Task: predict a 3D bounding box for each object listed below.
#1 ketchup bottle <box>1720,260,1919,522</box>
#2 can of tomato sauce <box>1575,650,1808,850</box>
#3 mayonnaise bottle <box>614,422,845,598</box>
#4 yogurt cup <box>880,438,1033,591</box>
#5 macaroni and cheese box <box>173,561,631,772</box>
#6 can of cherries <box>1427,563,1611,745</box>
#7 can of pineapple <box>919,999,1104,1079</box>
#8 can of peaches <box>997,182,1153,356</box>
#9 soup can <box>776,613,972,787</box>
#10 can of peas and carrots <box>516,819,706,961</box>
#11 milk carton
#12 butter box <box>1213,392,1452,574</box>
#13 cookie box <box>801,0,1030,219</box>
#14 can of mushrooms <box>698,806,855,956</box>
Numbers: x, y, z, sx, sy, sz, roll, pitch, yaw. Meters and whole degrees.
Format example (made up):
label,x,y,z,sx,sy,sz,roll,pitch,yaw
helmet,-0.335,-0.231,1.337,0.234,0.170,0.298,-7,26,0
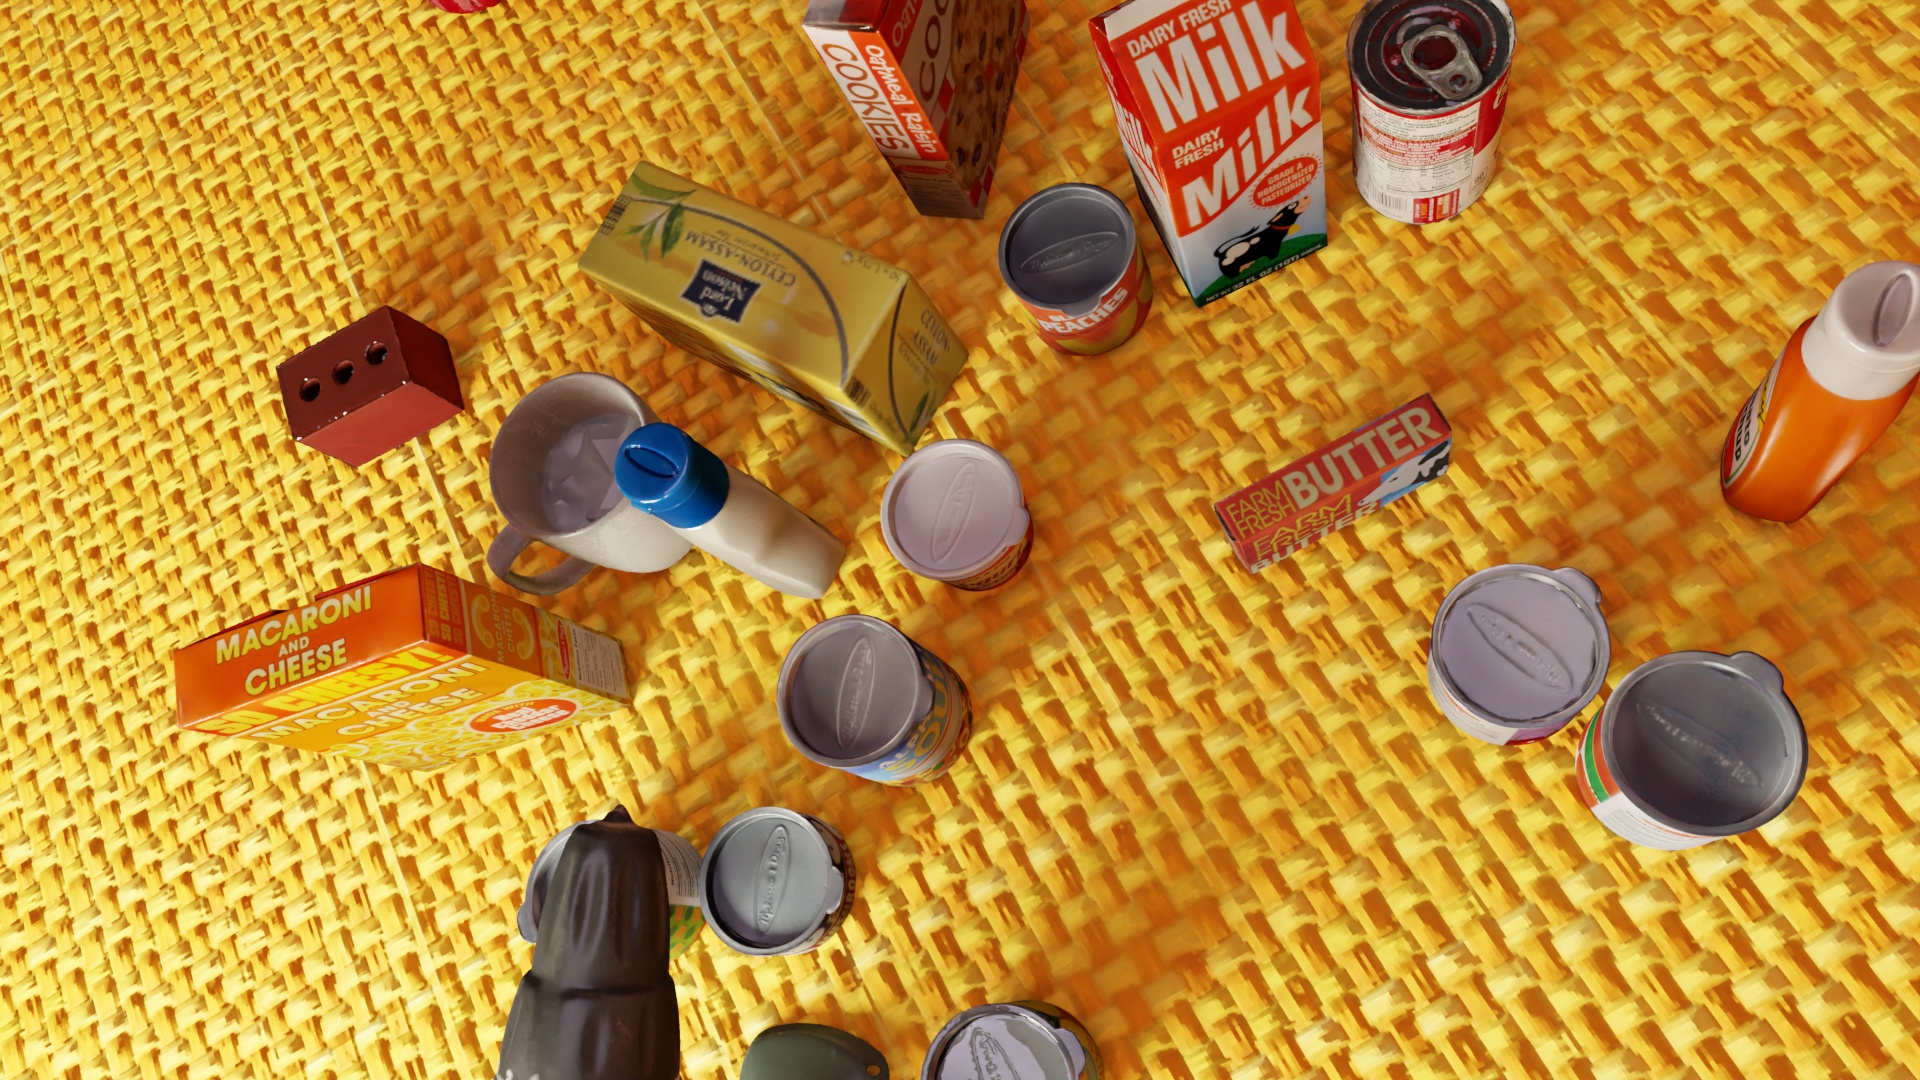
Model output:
label,x,y,z,sx,sy,sz,roll,pitch,yaw
ketchup bottle,0.327,-0.056,0.522,0.043,0.148,0.065,20,81,21
can of tomato sauce,0.276,0.081,0.531,0.071,0.083,0.071,-5,73,15
mayonnaise bottle,-0.106,-0.013,0.637,0.065,0.148,0.041,24,82,22
yogurt cup,0.002,-0.008,0.655,0.072,0.054,0.072,-5,73,15
macaroni and cheese box,-0.251,0.064,0.647,0.123,0.166,0.040,-19,70,11
can of cherries,0.229,0.047,0.569,0.071,0.058,0.071,-5,73,15
can of pineapple,0.025,0.225,0.575,0.071,0.057,0.071,-5,73,15
can of peaches,0.057,-0.128,0.673,0.071,0.058,0.071,-5,73,15
soup can,-0.034,0.075,0.624,0.071,0.083,0.071,-5,73,15
can of peas and carrots,-0.160,0.167,0.647,0.071,0.058,0.071,-5,73,15
milk carton,0.110,-0.184,0.603,0.072,0.190,0.073,-26,69,8
butter box,0.165,-0.023,0.612,0.103,0.053,0.024,-28,68,7
cookie box,-0.013,-0.251,0.673,0.040,0.167,0.123,9,77,19
can of mushrooms,-0.082,0.158,0.640,0.071,0.033,0.071,-5,72,15
